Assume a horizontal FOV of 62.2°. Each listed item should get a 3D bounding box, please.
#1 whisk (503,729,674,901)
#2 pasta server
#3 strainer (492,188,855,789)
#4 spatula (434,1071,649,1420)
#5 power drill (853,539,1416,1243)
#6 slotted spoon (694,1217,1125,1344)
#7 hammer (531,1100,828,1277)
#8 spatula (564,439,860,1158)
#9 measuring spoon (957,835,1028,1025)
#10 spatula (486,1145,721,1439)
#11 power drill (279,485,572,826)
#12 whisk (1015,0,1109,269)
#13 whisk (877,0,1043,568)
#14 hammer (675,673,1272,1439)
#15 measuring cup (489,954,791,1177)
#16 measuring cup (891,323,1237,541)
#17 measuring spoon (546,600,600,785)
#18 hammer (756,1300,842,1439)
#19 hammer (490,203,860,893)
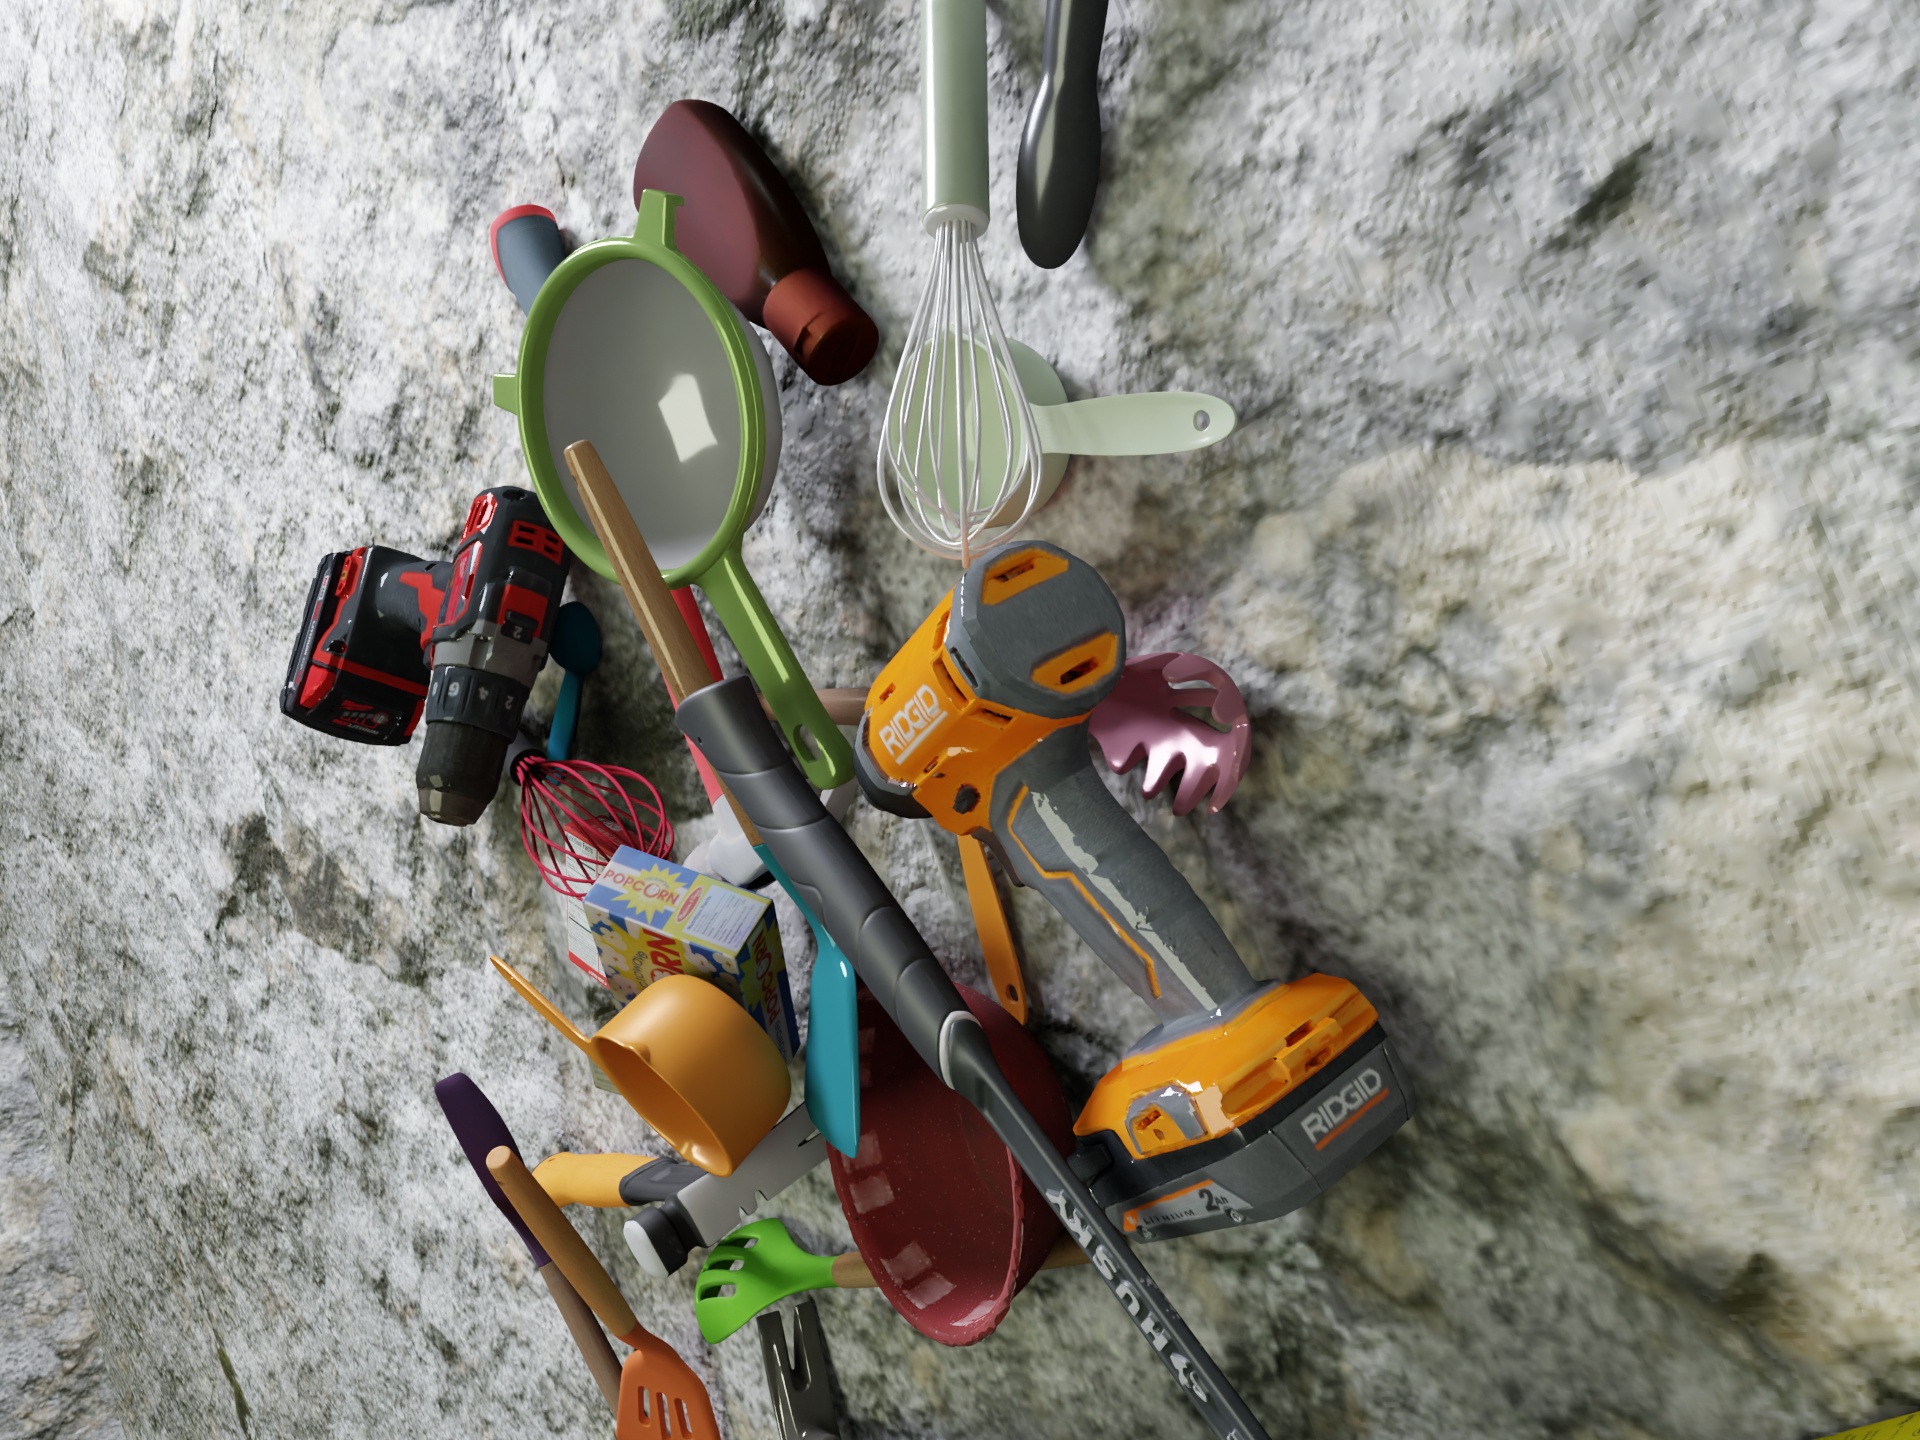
[{"bbox_3d":[-0.237,0.034,0.897,0.296,0.073,0.073,28,119,52],"label":"whisk"},{"bbox_3d":[-0.001,-0.002,0.662,0.316,0.040,0.060,1,118,49],"label":"pasta server"},{"bbox_3d":[-0.098,-0.090,0.697,0.151,0.069,0.256,-34,82,39],"label":"strainer"},{"bbox_3d":[-0.245,0.362,0.998,0.018,0.060,0.316,-30,85,9],"label":"spatula"},{"bbox_3d":[0.042,0.066,0.569,0.226,0.084,0.164,58,149,7],"label":"power drill"},{"bbox_3d":[-0.040,0.261,0.766,0.031,0.070,0.314,43,138,-23],"label":"slotted spoon"},{"bbox_3d":[-0.173,0.251,0.882,0.034,0.127,0.337,61,148,-2],"label":"hammer"},{"bbox_3d":[-0.103,0.032,0.677,0.317,0.044,0.082,65,162,-8],"label":"spatula"},{"bbox_3d":[0.014,0.076,0.688,0.021,0.011,0.117,-11,95,53],"label":"measuring spoon"},{"bbox_3d":[-0.195,0.327,0.867,0.081,0.041,0.322,8,138,22],"label":"spatula"},{"bbox_3d":[-0.313,-0.030,0.928,0.227,0.080,0.188,-5,69,47],"label":"power drill"},{"bbox_3d":[0.047,-0.295,0.531,0.070,0.070,0.284,30,125,40],"label":"whisk"},{"bbox_3d":[-0.001,-0.173,0.577,0.059,0.058,0.246,84,-175,-75],"label":"whisk"},{"bbox_3d":[0.012,0.133,0.553,0.409,0.036,0.149,51,149,26],"label":"hammer"},{"bbox_3d":[-0.150,0.140,0.742,0.174,0.052,0.095,29,147,31],"label":"measuring cup"},{"bbox_3d":[0.042,-0.109,0.591,0.168,0.038,0.083,7,105,45],"label":"measuring cup"},{"bbox_3d":[-0.237,-0.011,0.929,0.042,0.021,0.128,42,128,33],"label":"measuring spoon"},{"bbox_3d":[-0.003,0.328,0.664,0.410,0.038,0.146,-36,65,61],"label":"hammer"},{"bbox_3d":[-0.155,-0.104,0.788,0.143,0.038,0.386,-42,66,49],"label":"hammer"}]
